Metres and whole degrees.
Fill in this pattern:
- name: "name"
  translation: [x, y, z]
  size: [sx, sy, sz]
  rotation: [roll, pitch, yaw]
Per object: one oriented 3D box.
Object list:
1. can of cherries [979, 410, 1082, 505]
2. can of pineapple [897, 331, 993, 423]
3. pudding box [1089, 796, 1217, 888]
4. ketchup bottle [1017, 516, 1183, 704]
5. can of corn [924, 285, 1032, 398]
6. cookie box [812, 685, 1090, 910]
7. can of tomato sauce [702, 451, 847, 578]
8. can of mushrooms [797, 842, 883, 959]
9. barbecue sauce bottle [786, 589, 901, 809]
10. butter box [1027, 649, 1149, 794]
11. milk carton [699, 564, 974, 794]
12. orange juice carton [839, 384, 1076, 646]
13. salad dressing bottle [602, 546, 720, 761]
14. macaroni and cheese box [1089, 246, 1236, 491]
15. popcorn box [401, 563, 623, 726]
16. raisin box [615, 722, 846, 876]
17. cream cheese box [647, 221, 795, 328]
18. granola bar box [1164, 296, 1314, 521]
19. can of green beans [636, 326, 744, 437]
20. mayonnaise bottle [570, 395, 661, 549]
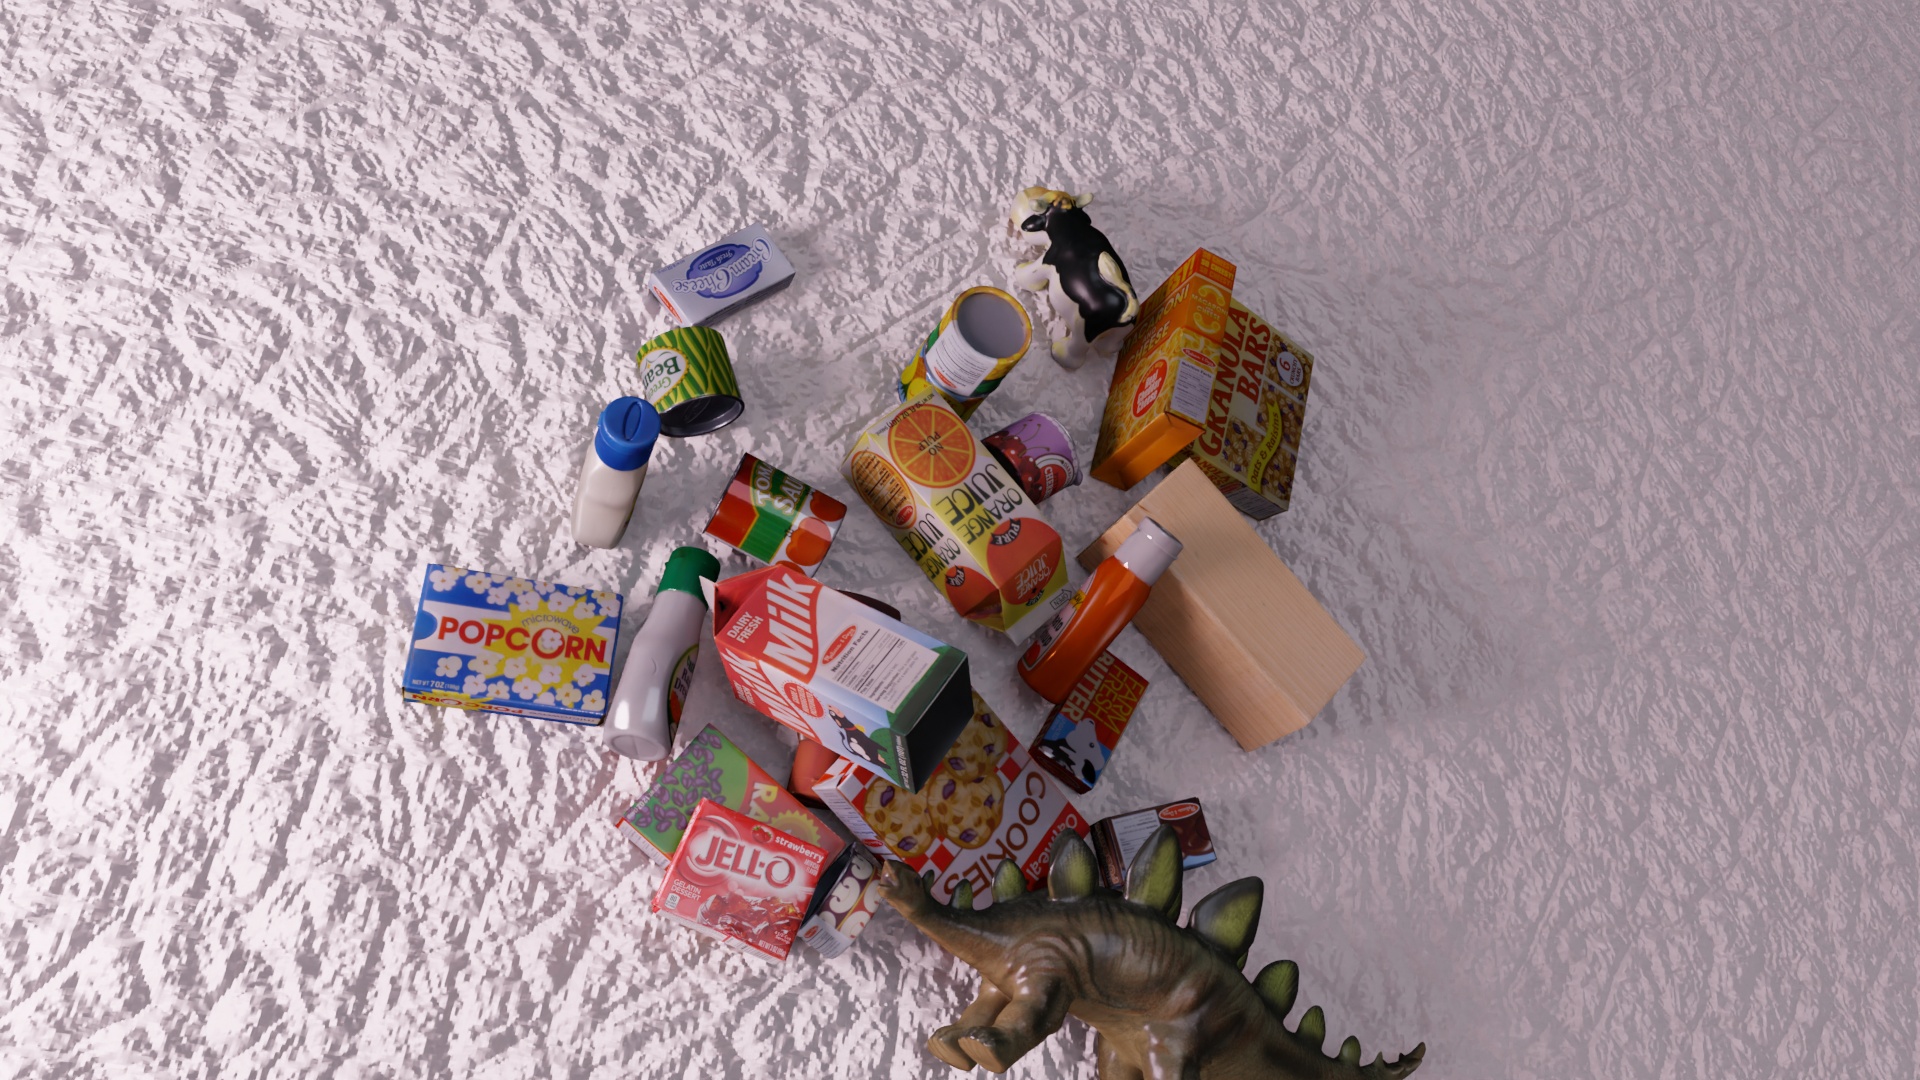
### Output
- name: "can of cherries"
  translation: [0.052, -0.058, 1.084]
  size: [0.058, 0.071, 0.071]
  rotation: [-30, 82, -30]
- name: "can of pineapple"
  translation: [-0.010, -0.126, 1.094]
  size: [0.071, 0.057, 0.071]
  rotation: [8, 66, -19]
- name: "pudding box"
  translation: [0.142, 0.223, 1.022]
  size: [0.084, 0.030, 0.050]
  rotation: [-7, 70, -25]
- name: "ketchup bottle"
  translation: [0.103, 0.050, 1.018]
  size: [0.043, 0.065, 0.148]
  rotation: [38, 99, -5]
- name: "can of corn"
  translation: [0.015, -0.151, 1.046]
  size: [0.071, 0.058, 0.071]
  rotation: [8, 66, -20]
- name: "cookie box"
  translation: [-0.001, 0.184, 0.950]
  size: [0.167, 0.040, 0.123]
  rotation: [51, 59, -14]
- name: "can of tomato sauce"
  translation: [-0.131, -0.017, 0.990]
  size: [0.083, 0.071, 0.071]
  rotation: [28, 61, -10]
- name: "can of mushrooms"
  translation: [-0.077, 0.235, 0.906]
  size: [0.033, 0.070, 0.071]
  rotation: [38, 59, -4]
- name: "barbecue sauce bottle"
  translation: [-0.086, 0.111, 0.969]
  size: [0.065, 0.043, 0.149]
  rotation: [18, 63, -12]
- name: "butter box"
  translation: [0.097, 0.134, 1.045]
  size: [0.053, 0.024, 0.104]
  rotation: [37, 60, -5]
- name: "milk carton"
  translation: [-0.091, 0.080, 0.906]
  size: [0.191, 0.072, 0.074]
  rotation: [24, 55, 23]
- name: "orange juice carton"
  translation: [0.004, -0.013, 1.042]
  size: [0.072, 0.072, 0.193]
  rotation: [-39, 86, -31]
- name: "salad dressing bottle"
  translation: [-0.197, 0.073, 0.932]
  size: [0.044, 0.064, 0.148]
  rotation: [10, 56, 2]
- name: "macaroni and cheese box"
  translation: [0.166, -0.138, 1.134]
  size: [0.040, 0.123, 0.167]
  rotation: [24, 61, -15]
- name: "popcorn box"
  translation: [-0.290, 0.069, 0.906]
  size: [0.127, 0.038, 0.085]
  rotation: [11, 66, -18]
- name: "raisin box"
  translation: [-0.150, 0.194, 0.909]
  size: [0.123, 0.040, 0.086]
  rotation: [41, 60, 0]
- name: "cream cheese box"
  translation: [-0.184, -0.202, 1.075]
  size: [0.104, 0.024, 0.053]
  rotation: [-35, 86, -30]
- name: "granola bar box"
  translation: [0.236, -0.117, 1.190]
  size: [0.124, 0.039, 0.166]
  rotation: [30, 59, -23]
- name: "can of green beans"
  translation: [-0.196, -0.115, 1.007]
  size: [0.071, 0.071, 0.058]
  rotation: [-11, 73, -26]
- name: "mayonnaise bottle"
  translation: [-0.228, -0.047, 0.917]
  size: [0.041, 0.147, 0.065]
  rotation: [16, 63, -16]
